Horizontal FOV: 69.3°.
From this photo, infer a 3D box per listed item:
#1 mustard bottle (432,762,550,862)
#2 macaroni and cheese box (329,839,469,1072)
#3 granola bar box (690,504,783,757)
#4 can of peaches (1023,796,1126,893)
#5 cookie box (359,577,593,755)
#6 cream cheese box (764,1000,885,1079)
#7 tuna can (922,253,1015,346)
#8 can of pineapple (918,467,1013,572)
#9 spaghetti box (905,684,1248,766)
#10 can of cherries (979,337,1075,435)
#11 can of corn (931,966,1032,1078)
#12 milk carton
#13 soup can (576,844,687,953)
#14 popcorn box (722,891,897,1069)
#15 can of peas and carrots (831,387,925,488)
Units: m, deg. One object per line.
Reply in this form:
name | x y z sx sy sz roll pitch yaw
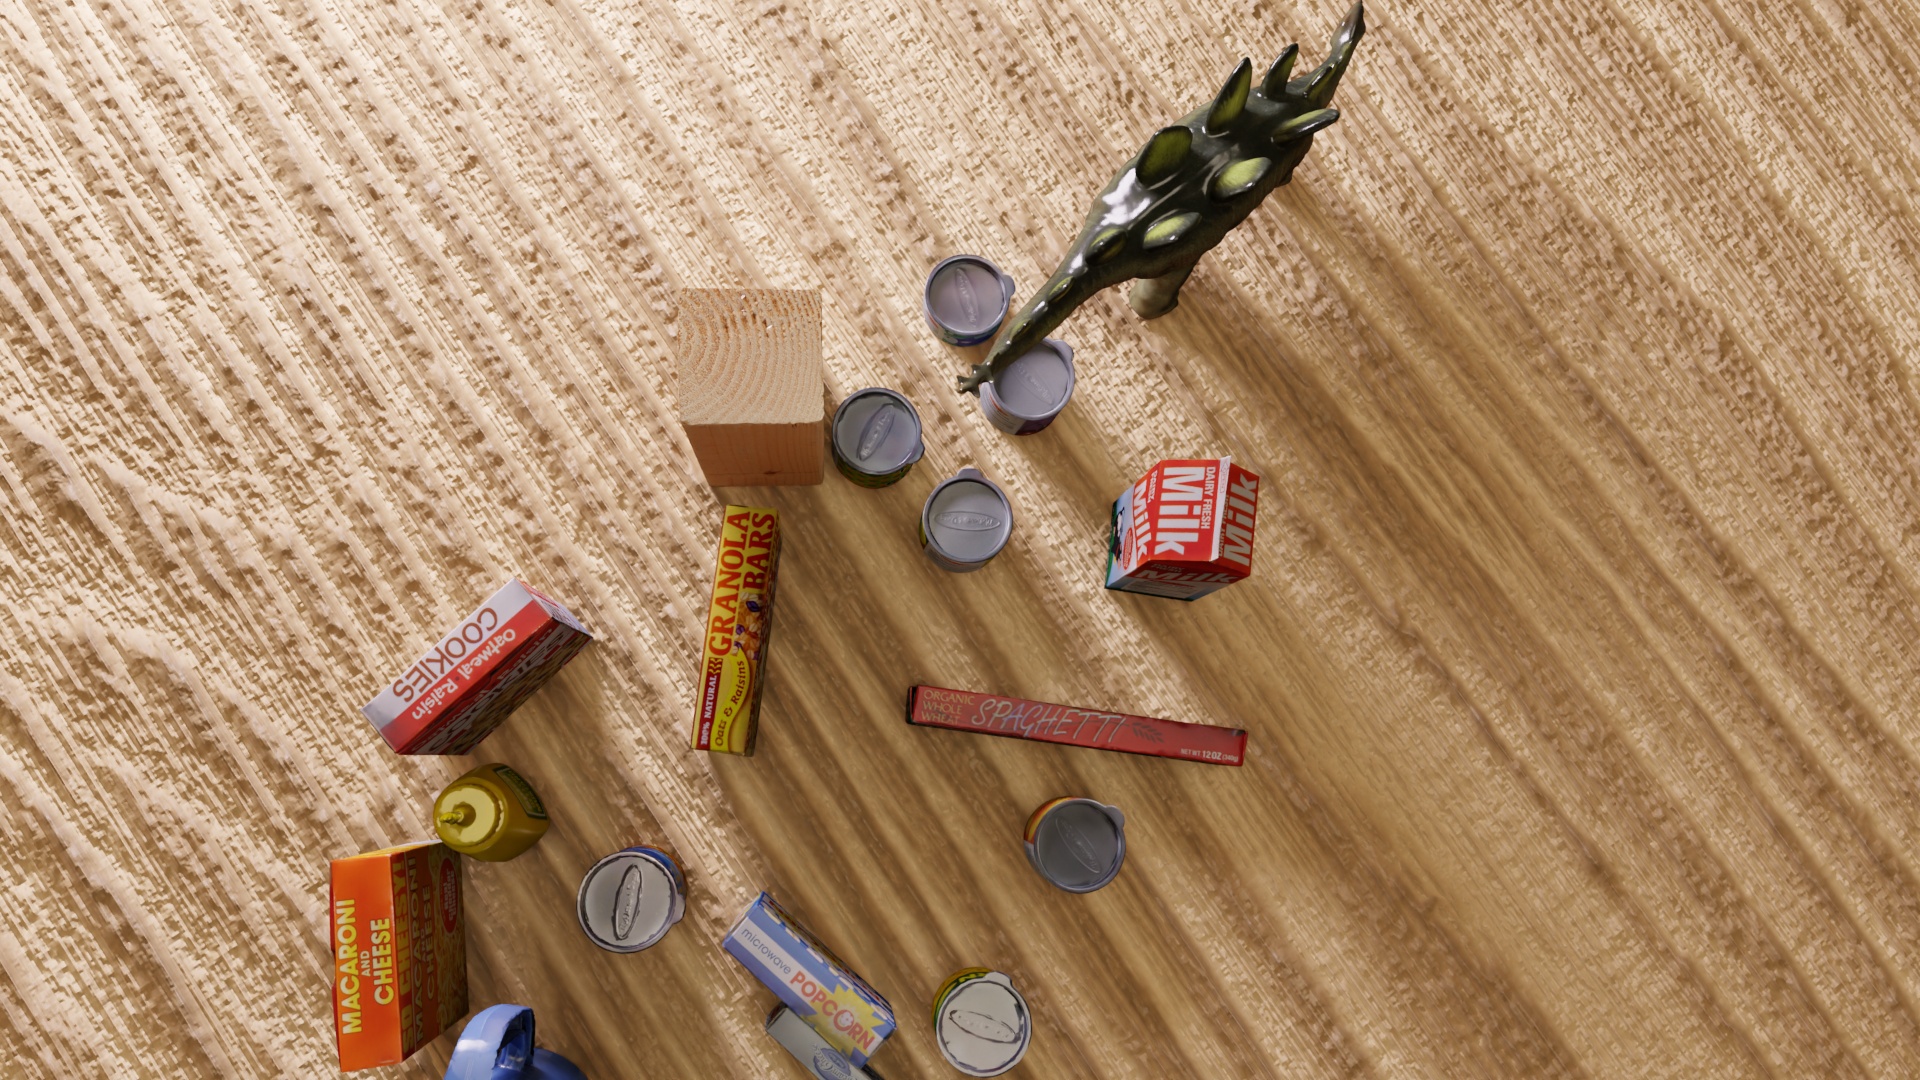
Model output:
mustard bottle | -0.314 0.181 0.918 0.049 0.160 0.065 -39 87 -10
macaroni and cheese box | -0.360 0.261 0.896 0.040 0.166 0.124 -6 82 -7
granola bar box | -0.155 0.066 0.972 0.039 0.124 0.166 7 80 -5
can of peaches | 0.083 0.218 1.006 0.071 0.058 0.071 1 81 -6
cookie box | -0.316 0.089 0.929 0.123 0.167 0.040 -44 88 -11
cream cheese box | -0.090 0.362 0.966 0.104 0.053 0.024 42 79 2
tuna can | 0.006 -0.186 1.079 0.071 0.032 0.071 1 81 -6
can of pineapple | 0.004 -0.013 1.037 0.071 0.057 0.071 1 81 -6
spaghetti box | 0.083 0.137 1.024 0.250 0.050 0.029 8 80 -5
can of cherries | 0.052 -0.119 1.059 0.071 0.058 0.071 1 81 -6
can of corn | 0.015 0.335 0.979 0.071 0.058 0.071 1 81 -6
milk carton | 0.159 -0.007 0.985 0.073 0.190 0.072 9 80 -5
soup can | -0.221 0.245 0.956 0.071 0.083 0.071 1 81 -6
popcorn box | -0.104 0.300 0.958 0.127 0.085 0.038 41 79 2
can of peas and carrots | -0.061 -0.075 1.040 0.071 0.058 0.071 1 81 -6
